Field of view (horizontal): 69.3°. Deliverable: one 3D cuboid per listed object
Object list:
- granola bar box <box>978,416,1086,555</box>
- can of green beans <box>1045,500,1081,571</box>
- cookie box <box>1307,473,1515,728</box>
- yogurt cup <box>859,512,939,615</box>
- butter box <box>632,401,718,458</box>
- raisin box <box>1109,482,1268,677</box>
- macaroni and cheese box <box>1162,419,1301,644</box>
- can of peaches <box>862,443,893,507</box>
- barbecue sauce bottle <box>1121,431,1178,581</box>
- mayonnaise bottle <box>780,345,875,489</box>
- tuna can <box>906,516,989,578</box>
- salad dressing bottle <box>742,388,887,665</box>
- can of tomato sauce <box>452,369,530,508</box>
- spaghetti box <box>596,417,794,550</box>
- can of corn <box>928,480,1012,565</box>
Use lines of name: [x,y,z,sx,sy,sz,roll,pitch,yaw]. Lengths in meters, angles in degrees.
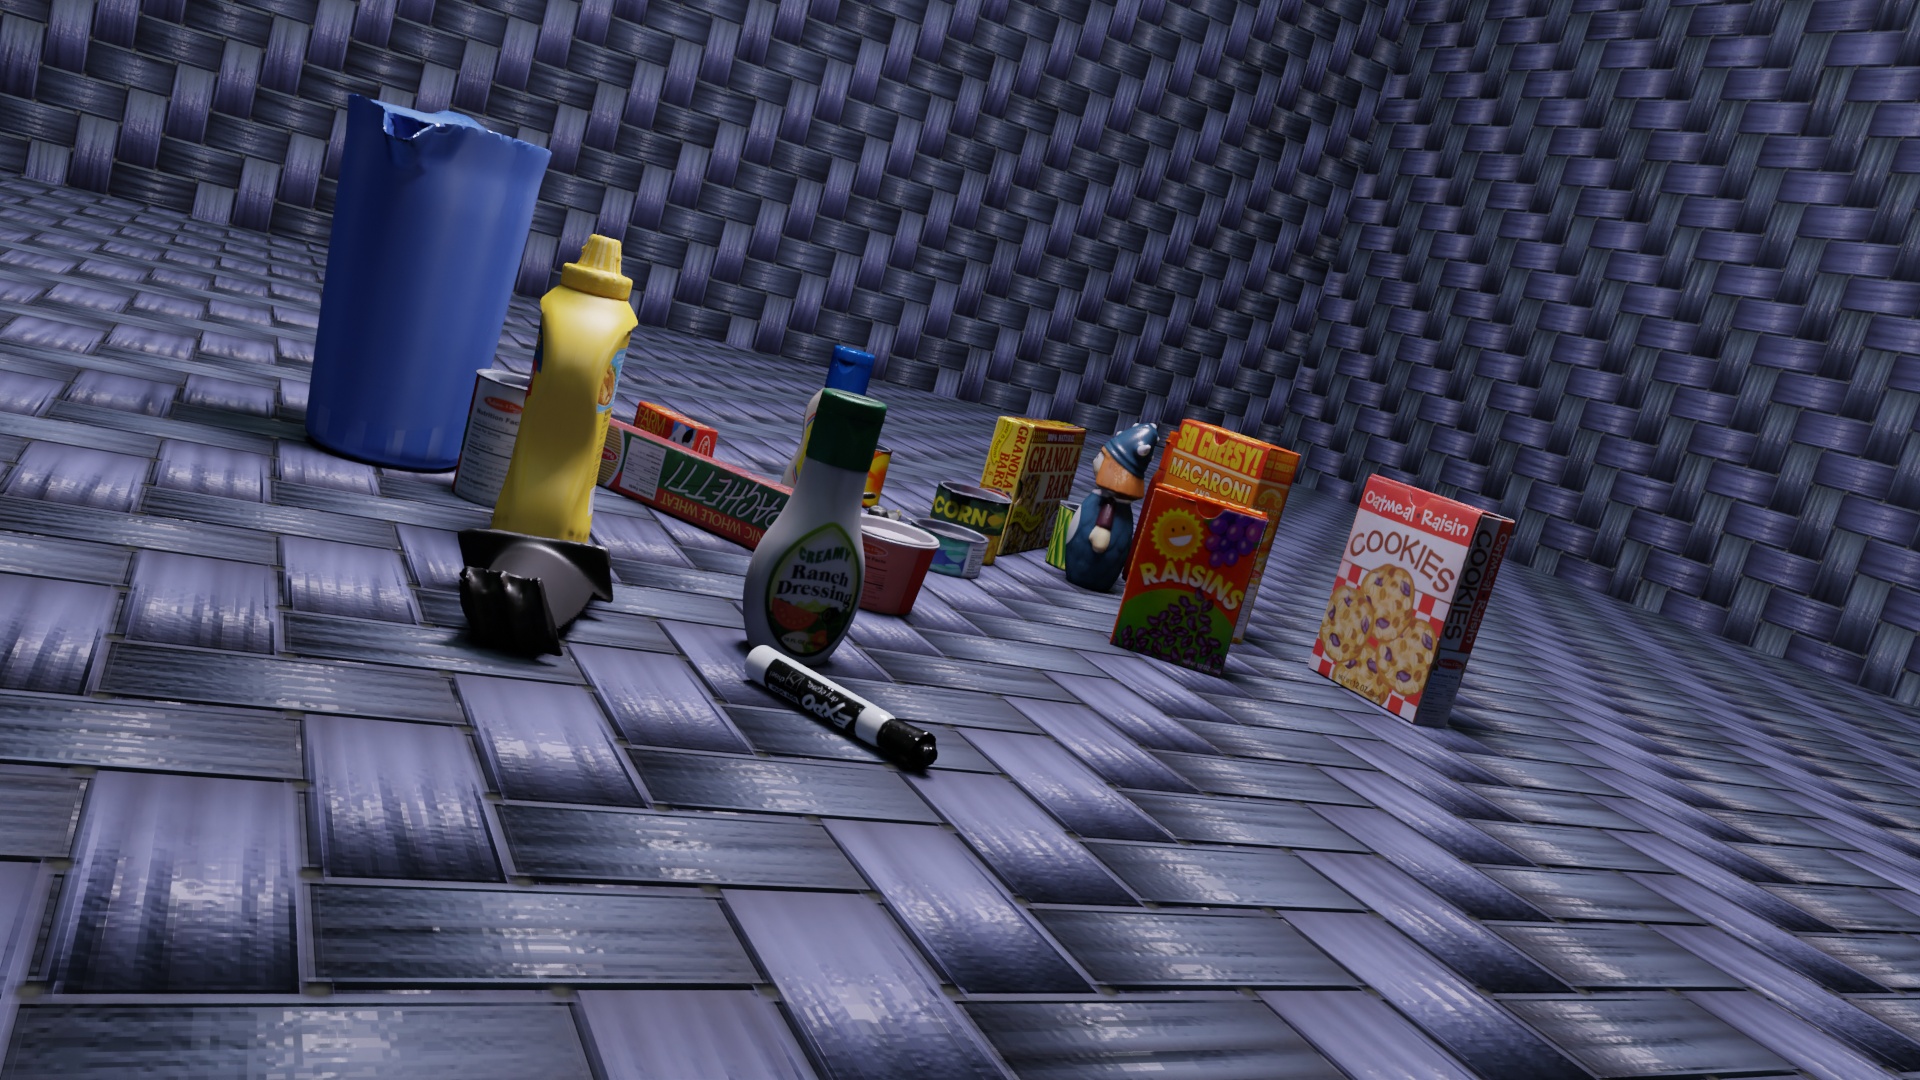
granola bar box: [0.065,-0.053,1.330,0.039,0.124,0.166,19,10,20]
can of green beans: [0.118,0.000,1.303,0.071,0.057,0.071,15,9,-2]
cookie box: [0.346,0.044,1.081,0.040,0.167,0.123,11,10,-28]
yogurt cup: [-0.053,0.017,0.938,0.072,0.054,0.072,15,9,-2]
butter box: [-0.252,-0.084,1.210,0.024,0.053,0.103,7,12,-44]
raisin box: [0.168,0.028,1.021,0.086,0.123,0.040,17,9,11]
macaroni and cheese box: [0.215,-0.011,1.191,0.040,0.166,0.124,11,10,-30]
can of peaches: [-0.106,-0.068,1.340,0.071,0.058,0.071,15,9,-2]
barbecue sauce bottle: [0.195,-0.028,1.316,0.044,0.148,0.065,14,9,-10]
mayonnaise bottle: [-0.110,-0.093,1.200,0.065,0.147,0.041,17,9,11]
tuna can: [-0.015,0.005,1.135,0.071,0.032,0.071,15,9,-2]
salad dressing bottle: [-0.076,-0.008,0.756,0.064,0.147,0.044,11,10,-27]
can of tomato sauce: [-0.300,-0.067,0.939,0.071,0.083,0.071,15,9,-2]
spaghetti box: [-0.197,-0.039,1.043,0.250,0.050,0.029,21,10,30]
can of corn: [0.004,-0.015,1.208,0.071,0.058,0.071,15,9,-2]
